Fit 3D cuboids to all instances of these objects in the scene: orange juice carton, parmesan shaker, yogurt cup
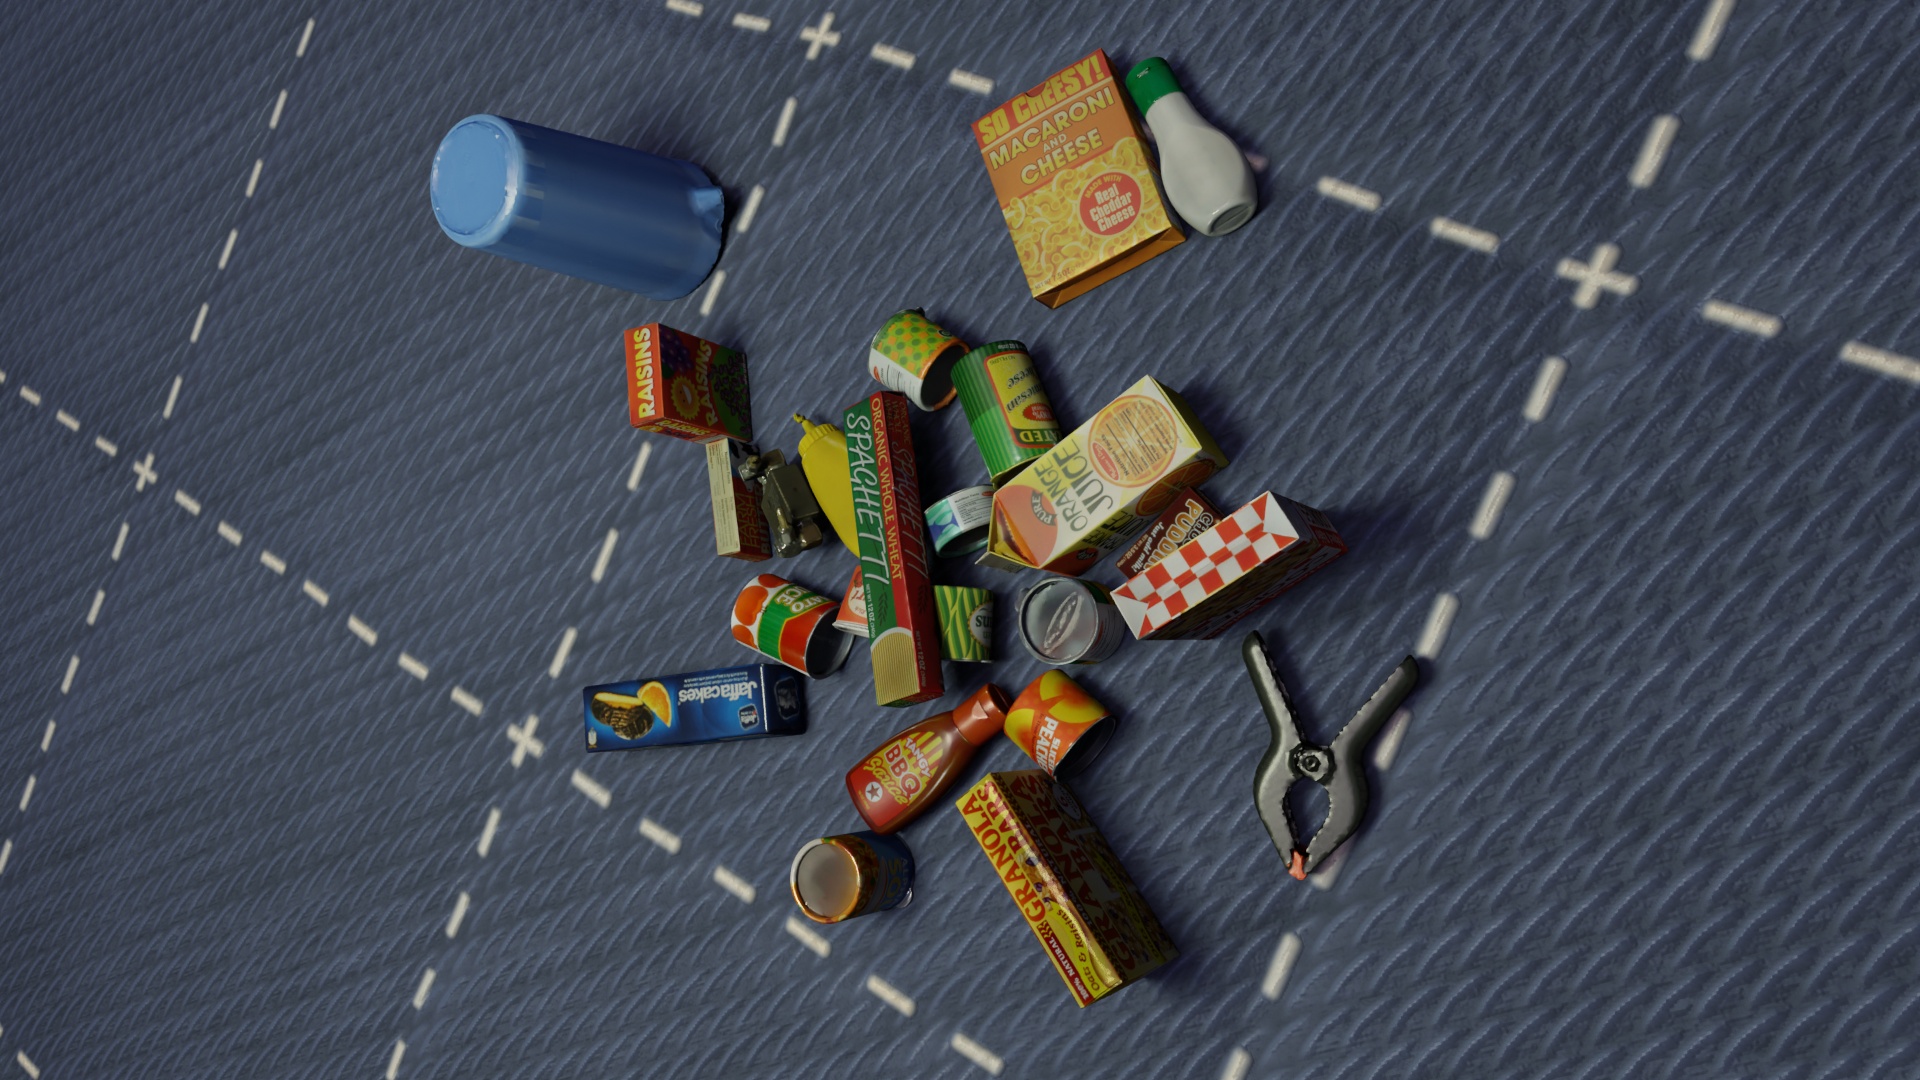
[{"bbox_3d":[0.098,-0.034,1.050,0.192,0.072,0.073,-38,68,18],"label":"orange juice carton"},{"bbox_3d":[0.037,-0.098,1.090,0.071,0.071,0.103,-28,72,22],"label":"parmesan shaker"},{"bbox_3d":[-0.064,0.052,1.130,0.072,0.072,0.054,8,80,28],"label":"yogurt cup"}]

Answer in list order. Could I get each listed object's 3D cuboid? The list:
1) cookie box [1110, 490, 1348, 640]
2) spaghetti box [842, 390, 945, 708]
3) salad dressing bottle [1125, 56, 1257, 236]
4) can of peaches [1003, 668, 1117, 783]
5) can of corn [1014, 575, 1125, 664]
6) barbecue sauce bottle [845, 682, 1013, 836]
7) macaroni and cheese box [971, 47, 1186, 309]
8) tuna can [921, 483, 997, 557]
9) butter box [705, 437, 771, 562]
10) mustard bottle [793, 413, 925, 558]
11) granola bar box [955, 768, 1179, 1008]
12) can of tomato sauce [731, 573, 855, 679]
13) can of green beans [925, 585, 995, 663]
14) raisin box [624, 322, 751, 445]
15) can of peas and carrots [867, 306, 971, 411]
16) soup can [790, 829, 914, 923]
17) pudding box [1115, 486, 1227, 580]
[{"bbox_3d":[0.187,0.020,0.944,0.122,0.167,0.040,-35,73,20],"label":"cookie box"},{"bbox_3d":[-0.054,0.004,1.084,0.050,0.029,0.250,-23,67,40],"label":"spaghetti box"},{"bbox_3d":[0.174,-0.303,1.062,0.064,0.044,0.148,-32,69,21],"label":"salad dressing bottle"},{"bbox_3d":[0.073,0.139,1.042,0.058,0.071,0.071,41,103,26],"label":"can of peaches"},{"bbox_3d":[0.083,0.060,1.054,0.071,0.058,0.071,-3,83,27],"label":"can of corn"},{"bbox_3d":[-0.021,0.170,1.103,0.148,0.043,0.065,-40,66,17],"label":"barbecue sauce bottle"},{"bbox_3d":[0.091,-0.287,1.103,0.123,0.040,0.167,-25,73,22],"label":"macaroni and cheese box"},{"bbox_3d":[0.004,-0.014,1.102,0.071,0.071,0.033,-30,72,21],"label":"tuna can"},{"bbox_3d":[-0.194,-0.034,1.213,0.024,0.053,0.103,-13,79,23],"label":"butter box"},{"bbox_3d":[-0.094,-0.051,1.165,0.065,0.049,0.160,-41,67,10],"label":"mustard bottle"},{"bbox_3d":[0.077,0.244,0.997,0.039,0.124,0.166,-41,67,17],"label":"granola bar box"},{"bbox_3d":[-0.139,0.069,1.164,0.083,0.071,0.071,21,94,29],"label":"can of tomato sauce"},{"bbox_3d":[-0.007,0.066,1.096,0.071,0.071,0.058,1,84,28],"label":"can of green beans"},{"bbox_3d":[-0.236,-0.133,1.207,0.040,0.123,0.086,-10,80,26],"label":"raisin box"},{"bbox_3d":[-0.031,-0.149,1.136,0.059,0.071,0.071,35,100,26],"label":"can of peas and carrots"},{"bbox_3d":[-0.083,0.267,1.100,0.071,0.084,0.071,-3,83,27],"label":"soup can"},{"bbox_3d":[0.162,0.007,1.035,0.083,0.030,0.050,-48,67,15],"label":"pudding box"}]
